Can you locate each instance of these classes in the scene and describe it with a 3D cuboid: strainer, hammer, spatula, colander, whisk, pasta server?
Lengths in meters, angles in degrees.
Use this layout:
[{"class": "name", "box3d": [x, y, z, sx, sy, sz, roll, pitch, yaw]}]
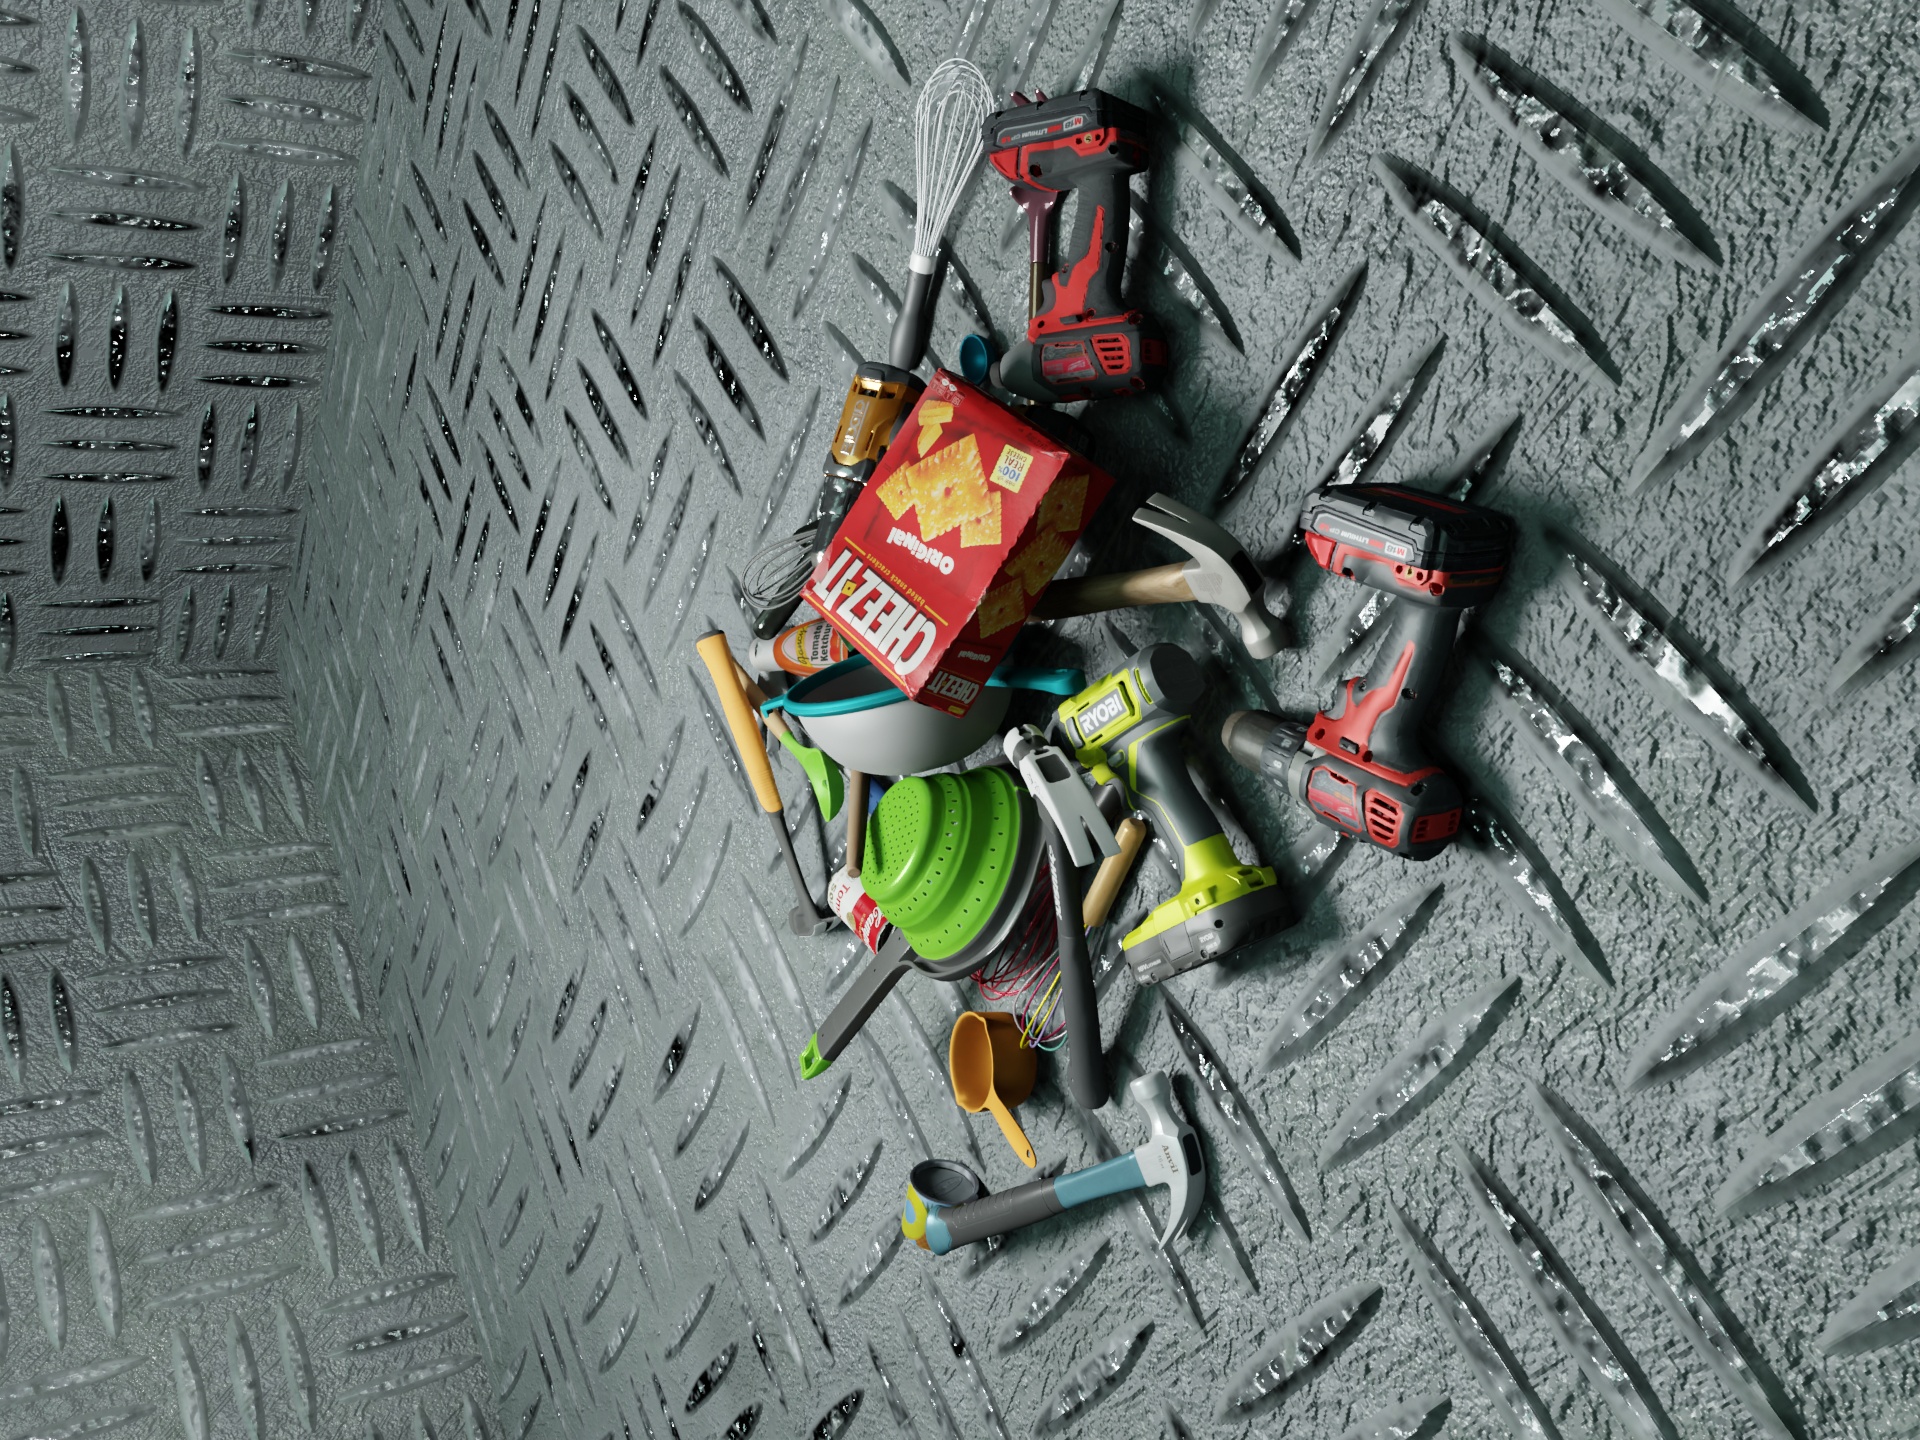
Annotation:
[{"class": "strainer", "box3d": [-0.002, -0.004, 1.314, 0.340, 0.211, 0.095, 5, 115, 54]}, {"class": "hammer", "box3d": [0.078, 0.399, 1.341, 0.331, 0.033, 0.128, -34, 73, 42]}, {"class": "spatula", "box3d": [-0.090, 0.023, 1.436, 0.018, 0.059, 0.316, -27, 36, 21]}, {"class": "colander", "box3d": [-0.067, 0.172, 1.392, 0.397, 0.094, 0.205, -53, 30, 25]}, {"class": "whisk", "box3d": [-0.105, -0.180, 1.462, 0.239, 0.055, 0.055, -34, 61, 10]}, {"class": "whisk", "box3d": [0.099, 0.183, 1.317, 0.051, 0.047, 0.244, 50, 129, 41]}, {"class": "whisk", "box3d": [0.079, 0.128, 1.327, 0.073, 0.073, 0.295, 55, 129, 35]}, {"class": "whisk", "box3d": [-0.027, -0.439, 1.409, 0.070, 0.070, 0.284, 49, 136, 40]}, {"class": "pasta server", "box3d": [0.060, -0.349, 1.307, 0.060, 0.040, 0.316, 7, 102, 32]}, {"class": "hammer", "box3d": [-0.106, 0.060, 1.596, 0.406, 0.035, 0.144, 44, 128, 43]}, {"class": "hammer", "box3d": [0.096, -0.098, 1.223, 0.331, 0.031, 0.130, -3, 126, 52]}, {"class": "hammer", "box3d": [-0.204, 0.064, 1.657, 0.337, 0.034, 0.127, 70, 160, 2]}, {"class": "hammer", "box3d": [0.090, 0.176, 1.240, 0.146, 0.035, 0.334, -125, 23, -55]}]

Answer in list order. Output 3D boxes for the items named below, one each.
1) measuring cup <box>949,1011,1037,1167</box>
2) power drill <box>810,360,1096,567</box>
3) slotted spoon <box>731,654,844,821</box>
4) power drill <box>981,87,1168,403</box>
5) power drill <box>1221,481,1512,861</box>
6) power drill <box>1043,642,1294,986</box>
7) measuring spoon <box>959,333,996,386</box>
[{"class": "measuring cup", "box3d": [0.047, 0.322, 1.377, 0.174, 0.052, 0.095, 52, 133, 52]}, {"class": "power drill", "box3d": [-0.020, -0.189, 1.314, 0.226, 0.084, 0.185, 19, 90, 31]}, {"class": "slotted spoon", "box3d": [-0.191, 0.001, 1.654, 0.314, 0.031, 0.070, 47, 144, 44]}, {"class": "power drill", "box3d": [0.081, -0.354, 1.218, 0.143, 0.078, 0.219, -1, 96, 33]}, {"class": "power drill", "box3d": [0.256, -0.039, 1.042, 0.188, 0.080, 0.226, 30, 121, 50]}, {"class": "power drill", "box3d": [0.143, 0.075, 1.189, 0.171, 0.080, 0.223, -38, 69, 50]}, {"class": "measuring spoon", "box3d": [0.016, -0.277, 1.404, 0.042, 0.021, 0.128, 38, 133, 45]}]
